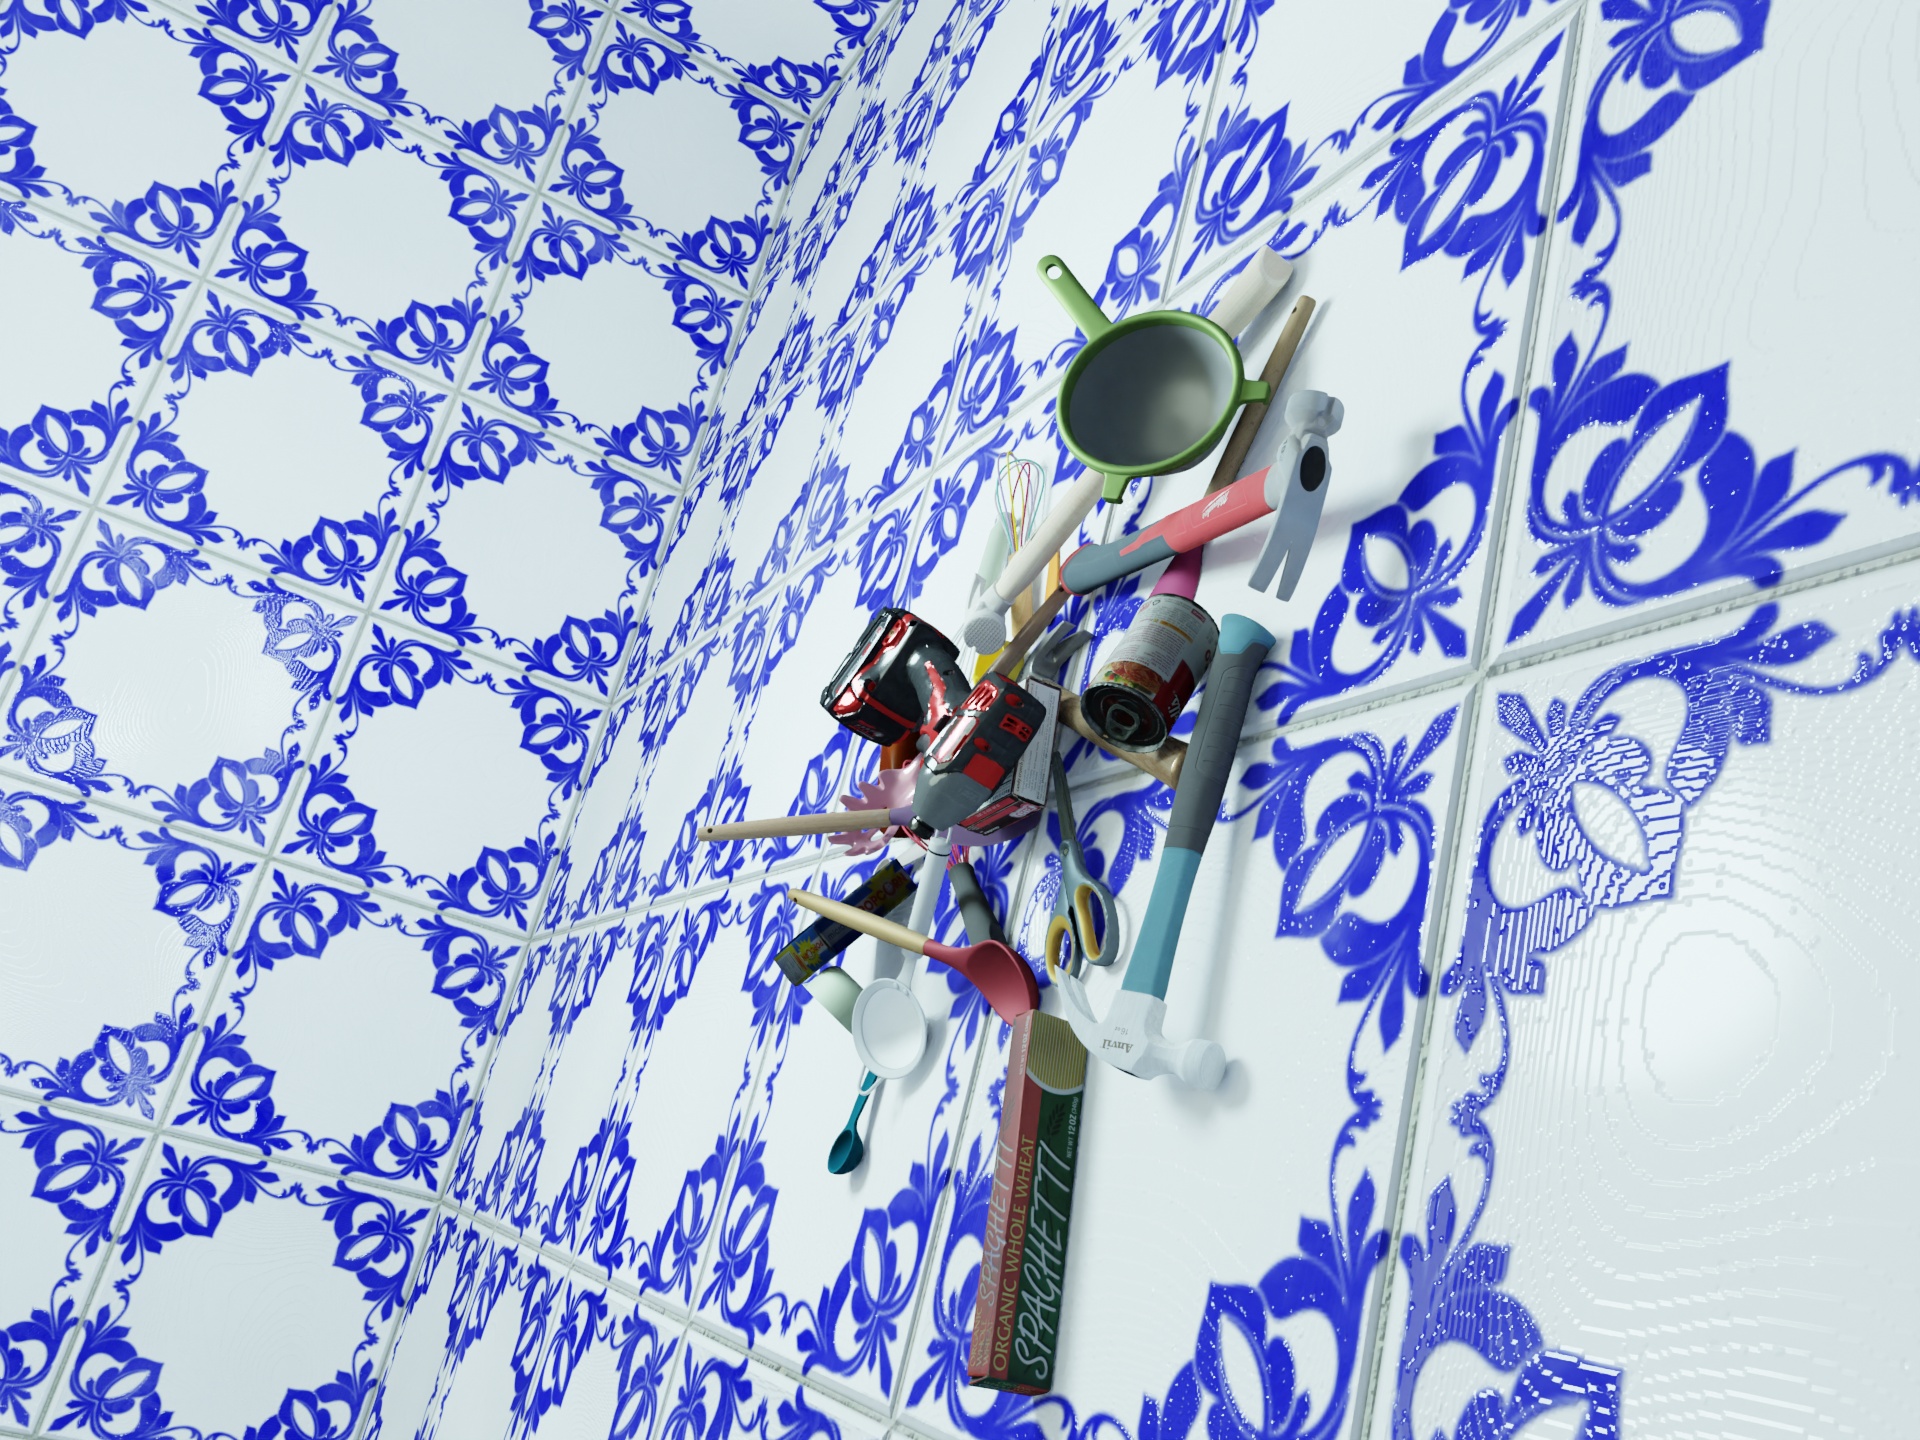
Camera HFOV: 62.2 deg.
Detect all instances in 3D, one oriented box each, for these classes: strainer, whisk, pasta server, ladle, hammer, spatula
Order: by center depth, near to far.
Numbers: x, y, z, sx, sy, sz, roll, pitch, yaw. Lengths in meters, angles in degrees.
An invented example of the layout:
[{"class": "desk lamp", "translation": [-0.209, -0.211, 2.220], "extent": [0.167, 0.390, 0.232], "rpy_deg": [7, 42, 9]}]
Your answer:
[{"class": "hammer", "translation": [0.153, 0.076, 1.063], "extent": [0.128, 0.033, 0.331], "rpy_deg": [2, 64, 40]}, {"class": "hammer", "translation": [0.161, -0.129, 1.213], "extent": [0.386, 0.038, 0.143], "rpy_deg": [-18, 53, 70]}, {"class": "hammer", "translation": [0.111, 0.000, 1.272], "extent": [0.130, 0.031, 0.331], "rpy_deg": [-67, 22, 3]}, {"class": "strainer", "translation": [0.134, -0.283, 1.289], "extent": [0.151, 0.069, 0.257], "rpy_deg": [-34, 57, 7]}, {"class": "ladle", "translation": [-0.044, 0.182, 1.312], "extent": [0.316, 0.031, 0.069], "rpy_deg": [14, 116, 45]}, {"class": "strainer", "translation": [-0.040, 0.202, 1.352], "extent": [0.087, 0.050, 0.258], "rpy_deg": [28, 112, 37]}, {"class": "hammer", "translation": [0.136, -0.236, 1.375], "extent": [0.410, 0.038, 0.146], "rpy_deg": [-50, 13, 21]}, {"class": "spatula", "translation": [-0.083, 0.089, 1.380], "extent": [0.316, 0.018, 0.060], "rpy_deg": [-5, 63, 16]}, {"class": "whisk", "translation": [-0.005, 0.121, 1.389], "extent": [0.073, 0.073, 0.296], "rpy_deg": [-58, 28, 21]}, {"class": "pasta server", "translation": [-0.002, -0.004, 1.409], "extent": [0.060, 0.040, 0.316], "rpy_deg": [40, 91, 26]}, {"class": "whisk", "translation": [0.059, -0.172, 1.556], "extent": [0.047, 0.051, 0.245], "rpy_deg": [106, 167, -52]}, {"class": "whisk", "translation": [0.019, -0.107, 1.571], "extent": [0.057, 0.059, 0.246], "rpy_deg": [120, 168, -61]}]

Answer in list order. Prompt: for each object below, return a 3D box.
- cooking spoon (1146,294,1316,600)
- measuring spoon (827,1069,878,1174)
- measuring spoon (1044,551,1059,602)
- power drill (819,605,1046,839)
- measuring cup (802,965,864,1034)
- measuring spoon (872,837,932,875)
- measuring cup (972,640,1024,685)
[{"class": "cooking spoon", "translation": [0.203, -0.184, 1.251], "extent": [0.319, 0.017, 0.069], "rpy_deg": [-65, 22, 9]}, {"class": "measuring spoon", "translation": [-0.081, 0.345, 1.413], "extent": [0.042, 0.021, 0.129], "rpy_deg": [-21, 41, 60]}, {"class": "measuring spoon", "translation": [0.083, -0.137, 1.492], "extent": [0.021, 0.011, 0.117], "rpy_deg": [-43, 32, 47]}, {"class": "power drill", "translation": [-0.027, 0.002, 1.313], "extent": [0.143, 0.078, 0.220], "rpy_deg": [-55, 35, 5]}, {"class": "measuring cup", "translation": [-0.108, 0.261, 1.504], "extent": [0.038, 0.083, 0.167], "rpy_deg": [-45, 2, -7]}, {"class": "measuring spoon", "translation": [-0.045, 0.135, 1.532], "extent": [0.124, 0.018, 0.034], "rpy_deg": [-34, 34, 43]}, {"class": "measuring cup", "translation": [0.038, -0.002, 1.464], "extent": [0.062, 0.029, 0.157], "rpy_deg": [-34, 51, 54]}]
